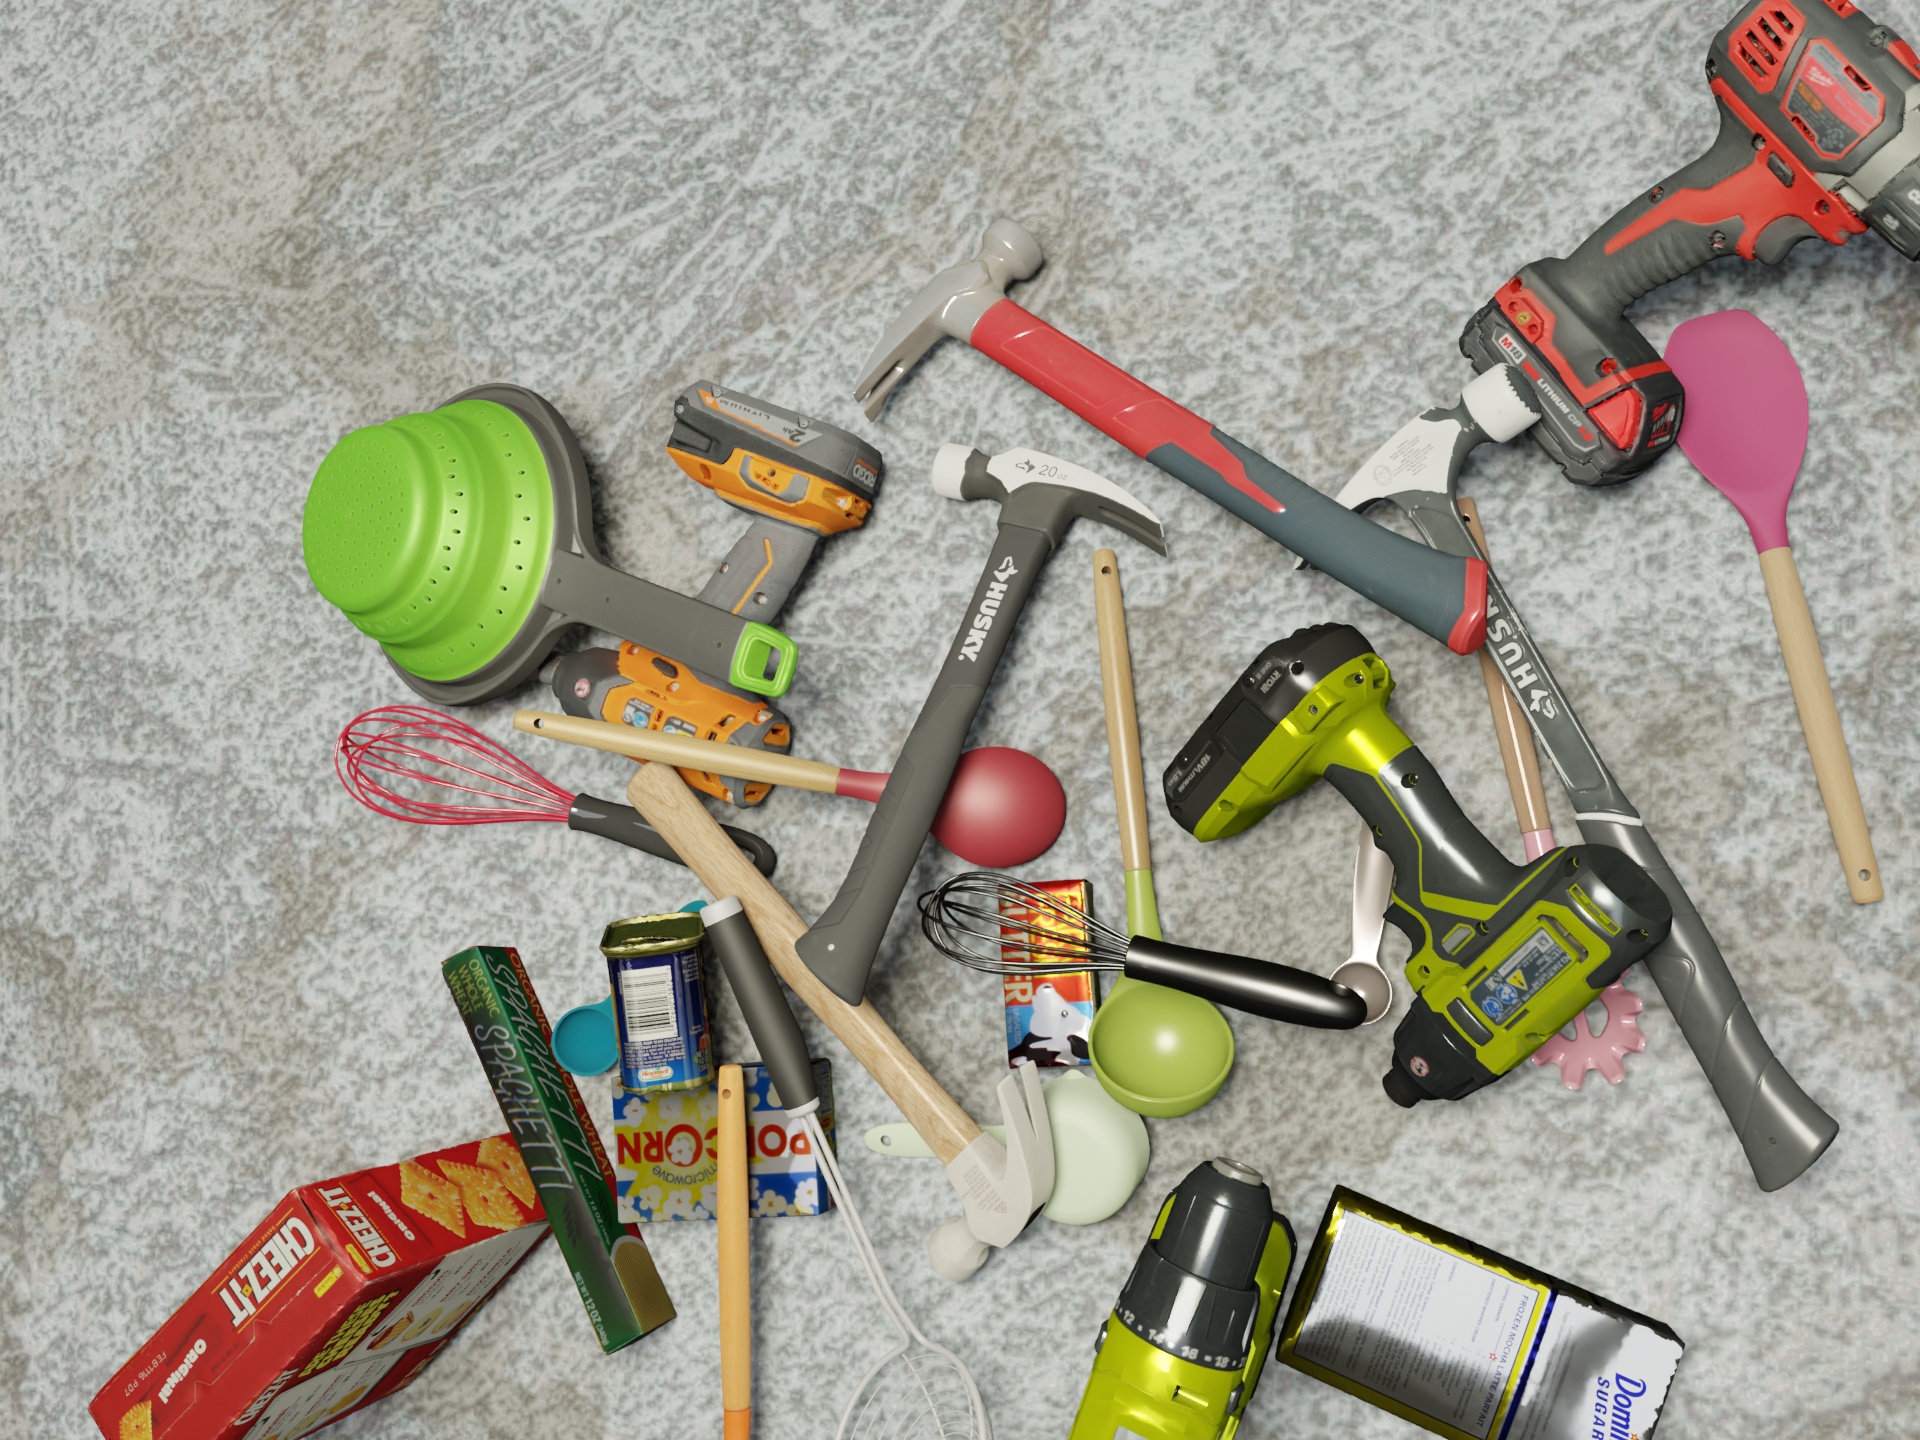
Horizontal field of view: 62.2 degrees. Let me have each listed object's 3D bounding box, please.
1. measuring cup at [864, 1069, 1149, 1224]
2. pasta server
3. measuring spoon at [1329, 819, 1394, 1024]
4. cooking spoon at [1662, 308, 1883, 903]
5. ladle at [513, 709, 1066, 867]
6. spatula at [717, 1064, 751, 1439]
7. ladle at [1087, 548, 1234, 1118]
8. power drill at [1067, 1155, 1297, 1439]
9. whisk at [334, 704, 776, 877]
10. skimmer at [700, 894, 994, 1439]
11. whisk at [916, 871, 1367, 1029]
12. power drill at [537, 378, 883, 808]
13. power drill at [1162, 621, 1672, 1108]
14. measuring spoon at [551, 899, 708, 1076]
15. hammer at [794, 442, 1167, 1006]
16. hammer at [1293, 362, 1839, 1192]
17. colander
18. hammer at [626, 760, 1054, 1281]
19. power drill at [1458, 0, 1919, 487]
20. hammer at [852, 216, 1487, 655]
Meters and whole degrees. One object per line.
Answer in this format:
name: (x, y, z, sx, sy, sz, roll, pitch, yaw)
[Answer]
measuring cup: (0.019, 0.238, 0.875, 0.167, 0.038, 0.083, -4, 97, 19)
pasta server: (0.297, 0.031, 0.837, 0.060, 0.040, 0.316, -13, 78, 18)
measuring spoon: (0.223, 0.103, 0.862, 0.034, 0.018, 0.124, 5, 77, 23)
cooking spoon: (0.428, -0.063, 0.825, 0.069, 0.017, 0.319, -12, 79, 14)
ladle: (-0.094, 0.028, 0.894, 0.315, 0.031, 0.069, 11, 89, -2)
spatula: (-0.122, 0.353, 0.885, 0.081, 0.041, 0.322, -2, 87, 14)
ladle: (0.097, 0.055, 0.878, 0.078, 0.062, 0.320, -5, 78, -2)
power drill: (0.107, 0.290, 0.751, 0.080, 0.228, 0.190, 19, 88, 16)
whisk: (-0.252, 0.050, 0.972, 0.296, 0.073, 0.073, 14, 86, 10)
skimmer: (-0.079, 0.272, 0.837, 0.127, 0.090, 0.363, -26, 86, 43)
whisk: (0.089, 0.122, 0.818, 0.239, 0.055, 0.055, 11, 85, 19)
power drill: (-0.155, -0.080, 0.951, 0.164, 0.084, 0.226, 22, 92, 16)
power drill: (0.214, 0.075, 0.803, 0.223, 0.080, 0.171, 50, 125, 22)
measuring spoon: (-0.196, 0.159, 0.964, 0.042, 0.021, 0.128, 40, 85, -1)
hammer: (-0.001, -0.003, 0.867, 0.146, 0.035, 0.335, 15, 68, 21)
hammer: (0.305, 0.033, 0.787, 0.149, 0.036, 0.409, -35, 71, 36)
colander: (-0.262, -0.089, 0.913, 0.397, 0.094, 0.204, 21, 96, 33)
hammer: (-0.072, 0.147, 0.875, 0.331, 0.031, 0.130, 47, 127, 14)
power drill: (0.378, -0.210, 0.765, 0.188, 0.080, 0.226, 55, 134, 15)
hammer: (0.110, -0.138, 0.862, 0.387, 0.038, 0.143, 39, 85, 28)
